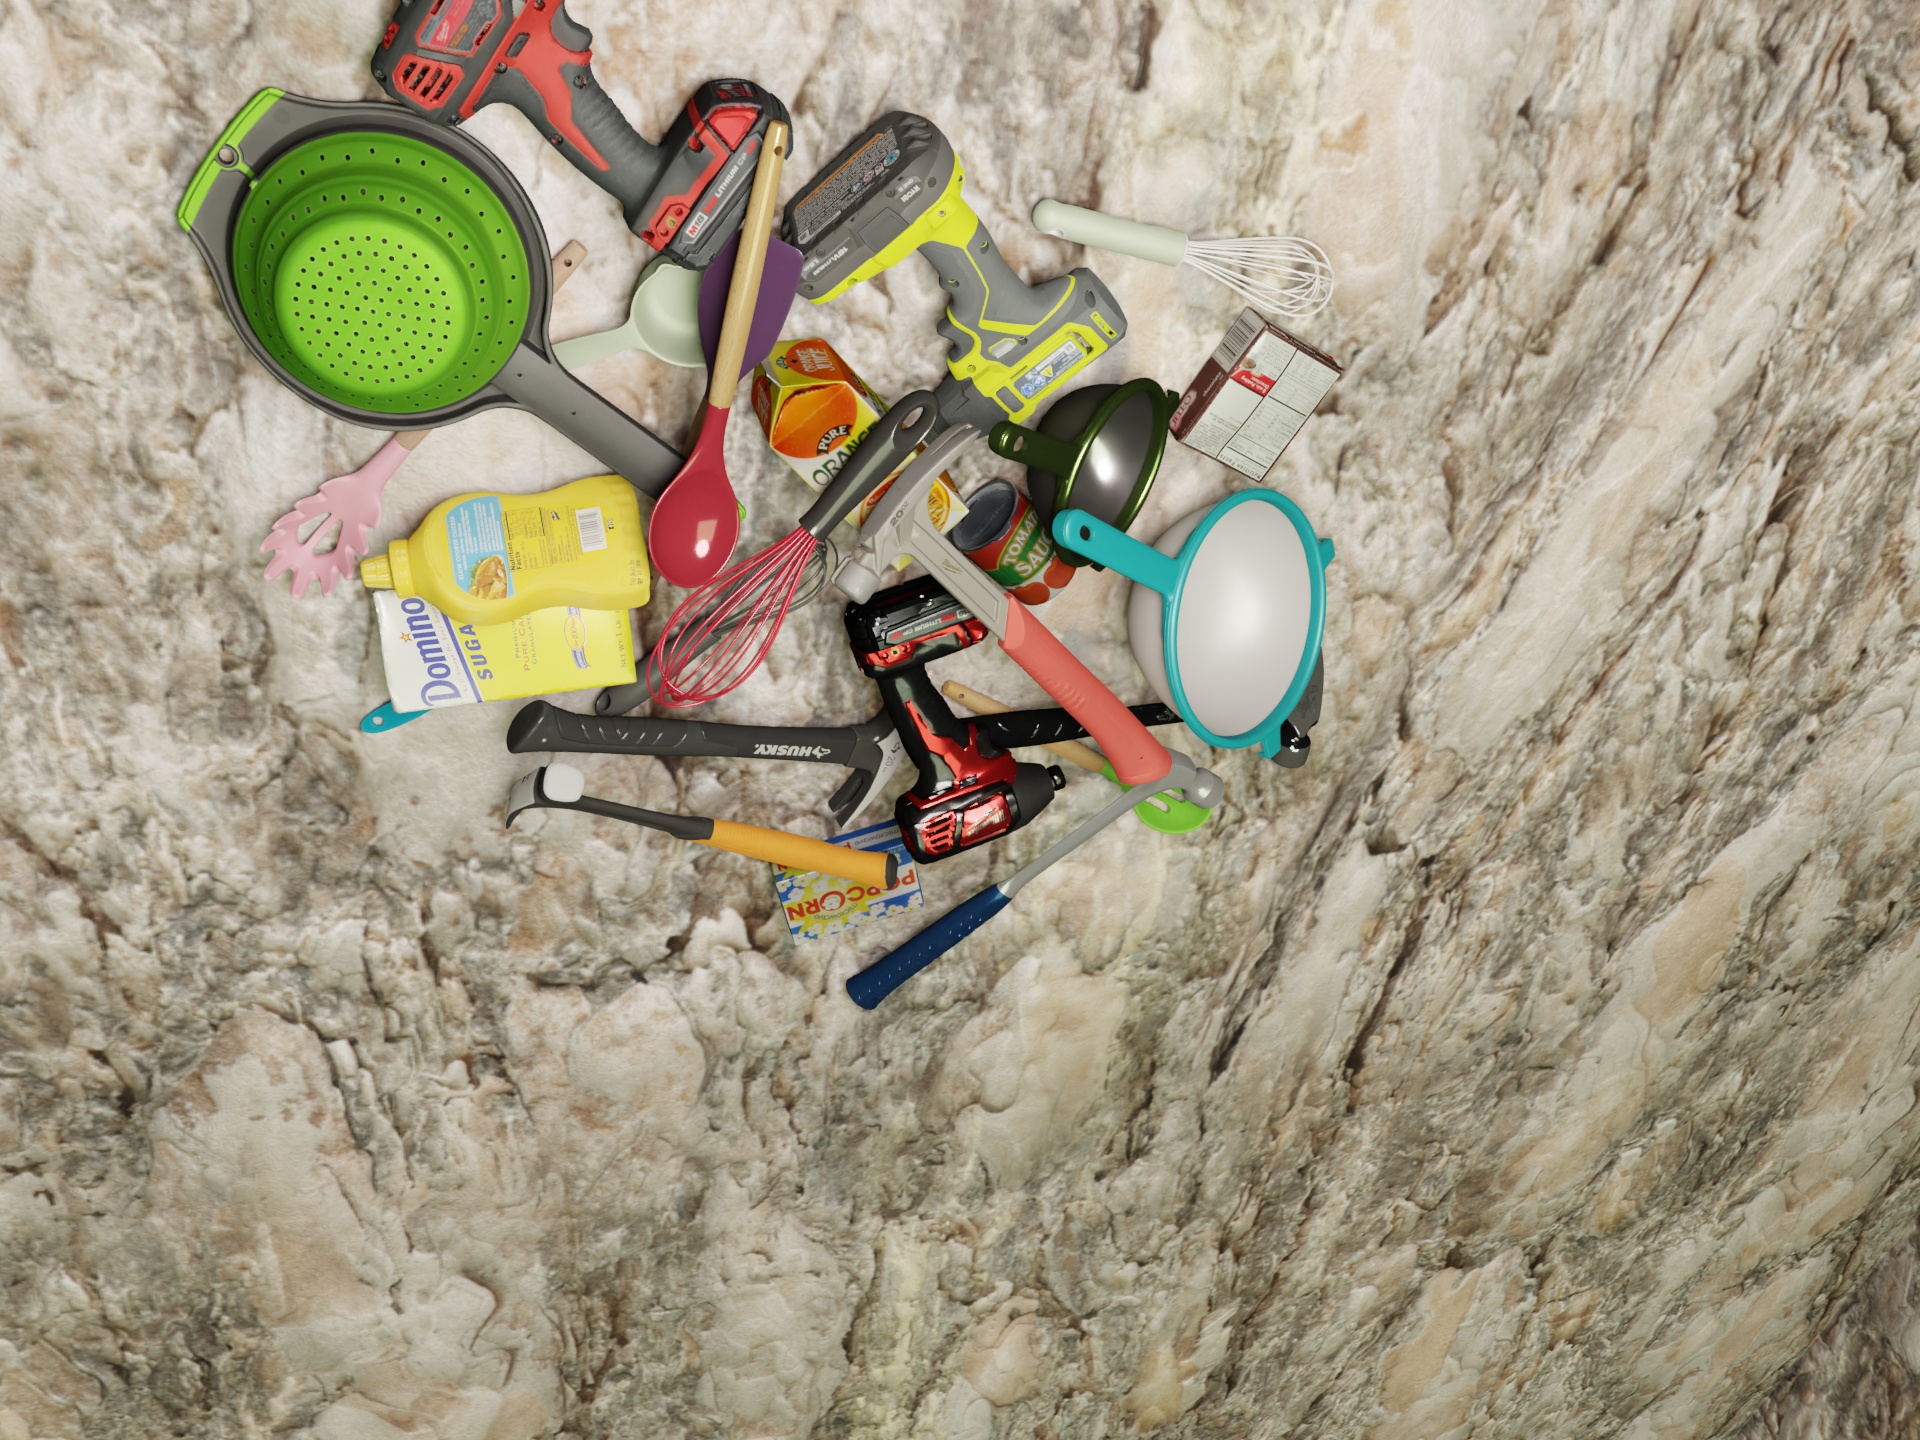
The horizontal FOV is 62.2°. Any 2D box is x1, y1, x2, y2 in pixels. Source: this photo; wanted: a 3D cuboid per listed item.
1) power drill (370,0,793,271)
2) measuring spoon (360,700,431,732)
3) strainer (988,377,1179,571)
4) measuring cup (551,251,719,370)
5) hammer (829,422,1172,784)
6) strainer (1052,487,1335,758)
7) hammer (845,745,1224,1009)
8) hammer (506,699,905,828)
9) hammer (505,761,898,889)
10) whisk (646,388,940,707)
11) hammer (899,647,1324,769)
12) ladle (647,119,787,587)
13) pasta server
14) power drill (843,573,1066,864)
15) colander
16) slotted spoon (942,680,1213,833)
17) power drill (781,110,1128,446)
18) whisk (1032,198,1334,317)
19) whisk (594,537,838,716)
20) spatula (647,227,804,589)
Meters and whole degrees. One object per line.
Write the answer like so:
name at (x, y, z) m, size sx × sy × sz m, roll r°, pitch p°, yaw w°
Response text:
power drill at (-0.209, -0.399, 0.950) m, size 0.226 × 0.080 × 0.188 m, roll 28°, pitch 113°, yaw -31°
measuring spoon at (-0.404, -0.023, 1.219) m, size 0.128 × 0.021 × 0.042 m, roll -24°, pitch 119°, yaw 12°
strainer at (0.066, -0.196, 1.156) m, size 0.256 × 0.069 × 0.151 m, roll -1°, pitch 117°, yaw -61°
measuring cup at (-0.225, -0.269, 1.077) m, size 0.167 × 0.038 × 0.083 m, roll -14°, pitch 134°, yaw 11°
hammer at (0.062, -0.064, 1.221) m, size 0.149 × 0.037 × 0.358 m, roll -51°, pitch 127°, yaw -3°
strainer at (0.161, -0.103, 1.263) m, size 0.340 × 0.095 × 0.211 m, roll 20°, pitch 85°, yaw -44°
hammer at (0.046, 0.147, 1.458) m, size 0.405 × 0.035 × 0.144 m, roll -38°, pitch 139°, yaw 23°
hammer at (-0.197, 0.020, 1.283) m, size 0.334 × 0.035 × 0.146 m, roll 3°, pitch 126°, yaw -32°
hammer at (-0.204, 0.096, 1.320) m, size 0.336 × 0.034 × 0.127 m, roll 16°, pitch 159°, yaw -29°
whisk at (-0.118, -0.119, 1.121) m, size 0.296 × 0.073 × 0.073 m, roll -47°, pitch 128°, yaw 11°
hammer at (0.141, -0.005, 1.388) m, size 0.408 × 0.036 × 0.149 m, roll -6°, pitch 125°, yaw -21°
ladle at (-0.151, -0.228, 1.028) m, size 0.069 × 0.031 × 0.315 m, roll -7°, pitch 129°, yaw -36°
pasta server at (-0.360, -0.203, 1.074) m, size 0.316 × 0.040 × 0.060 m, roll -42°, pitch 119°, yaw 14°
power drill at (-0.002, -0.004, 1.275) m, size 0.143 × 0.079 × 0.219 m, roll -20°, pitch 107°, yaw -12°
colander at (-0.295, -0.222, 1.009) m, size 0.396 × 0.095 × 0.204 m, roll 35°, pitch 107°, yaw -28°
slotted spoon at (0.108, 0.028, 1.432) m, size 0.313 × 0.031 × 0.070 m, roll 26°, pitch 106°, yaw -31°
power drill at (-0.012, -0.291, 1.101) m, size 0.171 × 0.080 × 0.223 m, roll -35°, pitch 134°, yaw 21°
whisk at (0.166, -0.340, 1.152) m, size 0.246 × 0.058 × 0.059 m, roll 7°, pitch 90°, yaw -21°
whisk at (-0.193, -0.068, 1.235) m, size 0.239 × 0.055 × 0.055 m, roll -35°, pitch 130°, yaw 15°
spatula at (-0.180, -0.205, 1.106) m, size 0.059 × 0.018 × 0.315 m, roll 24°, pitch 133°, yaw -7°
